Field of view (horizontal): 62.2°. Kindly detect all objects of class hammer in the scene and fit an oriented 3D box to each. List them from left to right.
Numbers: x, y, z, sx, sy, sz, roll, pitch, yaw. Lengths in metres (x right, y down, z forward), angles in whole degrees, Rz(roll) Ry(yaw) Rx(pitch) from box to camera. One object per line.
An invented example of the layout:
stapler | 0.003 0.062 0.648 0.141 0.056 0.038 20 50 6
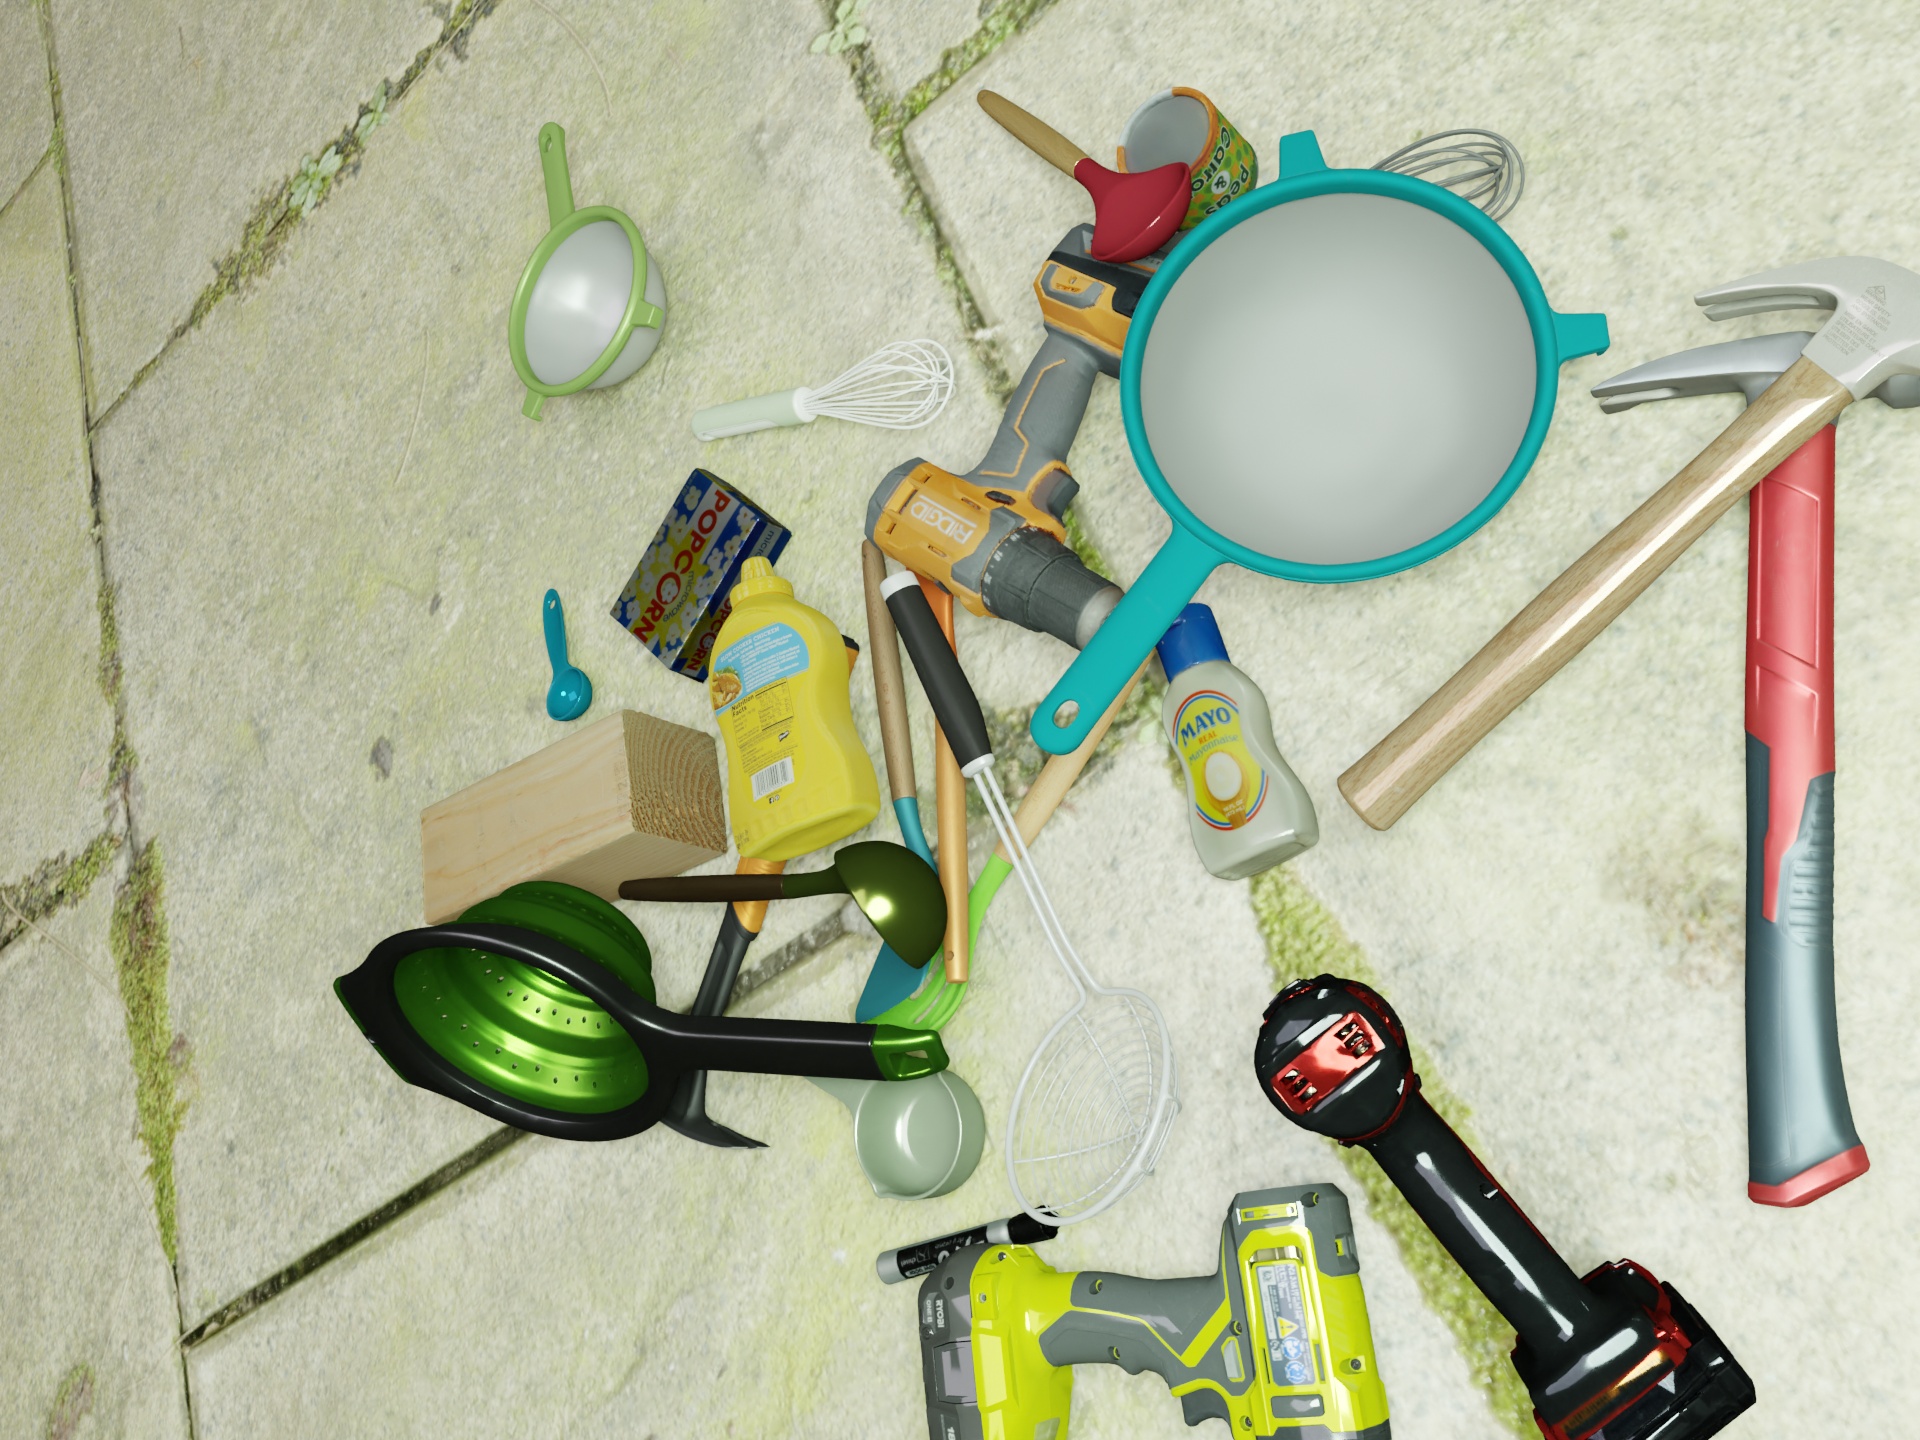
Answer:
hammer | -0.128 0.104 1.030 0.127 0.034 0.337 17 88 38
hammer | 0.301 -0.072 0.728 0.331 0.031 0.130 -46 55 20
hammer | 0.352 0.015 0.708 0.143 0.038 0.386 -2 77 36

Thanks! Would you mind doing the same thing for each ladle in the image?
ladle | -0.124 0.110 0.958 0.320 0.078 0.062 -7 40 47
ladle | 0.064 -0.338 0.958 0.069 0.031 0.316 -44 37 11

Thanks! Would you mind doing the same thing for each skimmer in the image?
skimmer | 0.015 0.083 0.860 0.127 0.090 0.363 -35 73 42

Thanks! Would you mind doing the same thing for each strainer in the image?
strainer | -0.287 -0.358 1.244 0.151 0.069 0.257 -29 62 29
strainer | 0.154 -0.116 0.827 0.211 0.095 0.340 39 94 15

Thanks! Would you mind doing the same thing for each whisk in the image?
whisk | -0.100 -0.217 1.089 0.246 0.057 0.059 -1 85 40
whisk | 0.197 -0.279 0.896 0.239 0.055 0.055 -3 76 40

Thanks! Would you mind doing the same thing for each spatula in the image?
spatula | -0.046 0.024 0.984 0.082 0.044 0.318 -39 53 50
spatula | -0.002 -0.003 0.954 0.081 0.041 0.323 -14 68 31

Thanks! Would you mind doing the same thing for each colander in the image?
colander | -0.185 0.166 0.973 0.397 0.204 0.095 -2 41 21

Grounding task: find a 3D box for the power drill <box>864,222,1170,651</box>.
power drill | 0.069 -0.155 0.909 0.185 0.084 0.226 34 88 36

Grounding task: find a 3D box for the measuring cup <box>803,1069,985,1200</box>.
measuring cup | -0.053 0.222 0.944 0.168 0.038 0.083 25 93 39

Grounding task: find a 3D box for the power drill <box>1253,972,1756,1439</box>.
power drill | 0.218 0.204 0.692 0.080 0.187 0.227 -43 75 7

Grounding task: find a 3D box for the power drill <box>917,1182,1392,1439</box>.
power drill | 0.096 0.329 0.786 0.223 0.080 0.171 -17 68 28

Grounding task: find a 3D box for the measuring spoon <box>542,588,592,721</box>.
measuring spoon | -0.298 -0.050 1.208 0.042 0.021 0.129 -37 50 23

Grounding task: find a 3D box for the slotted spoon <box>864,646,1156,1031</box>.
slotted spoon | 0.041 0.060 0.925 0.314 0.031 0.070 -58 36 6
